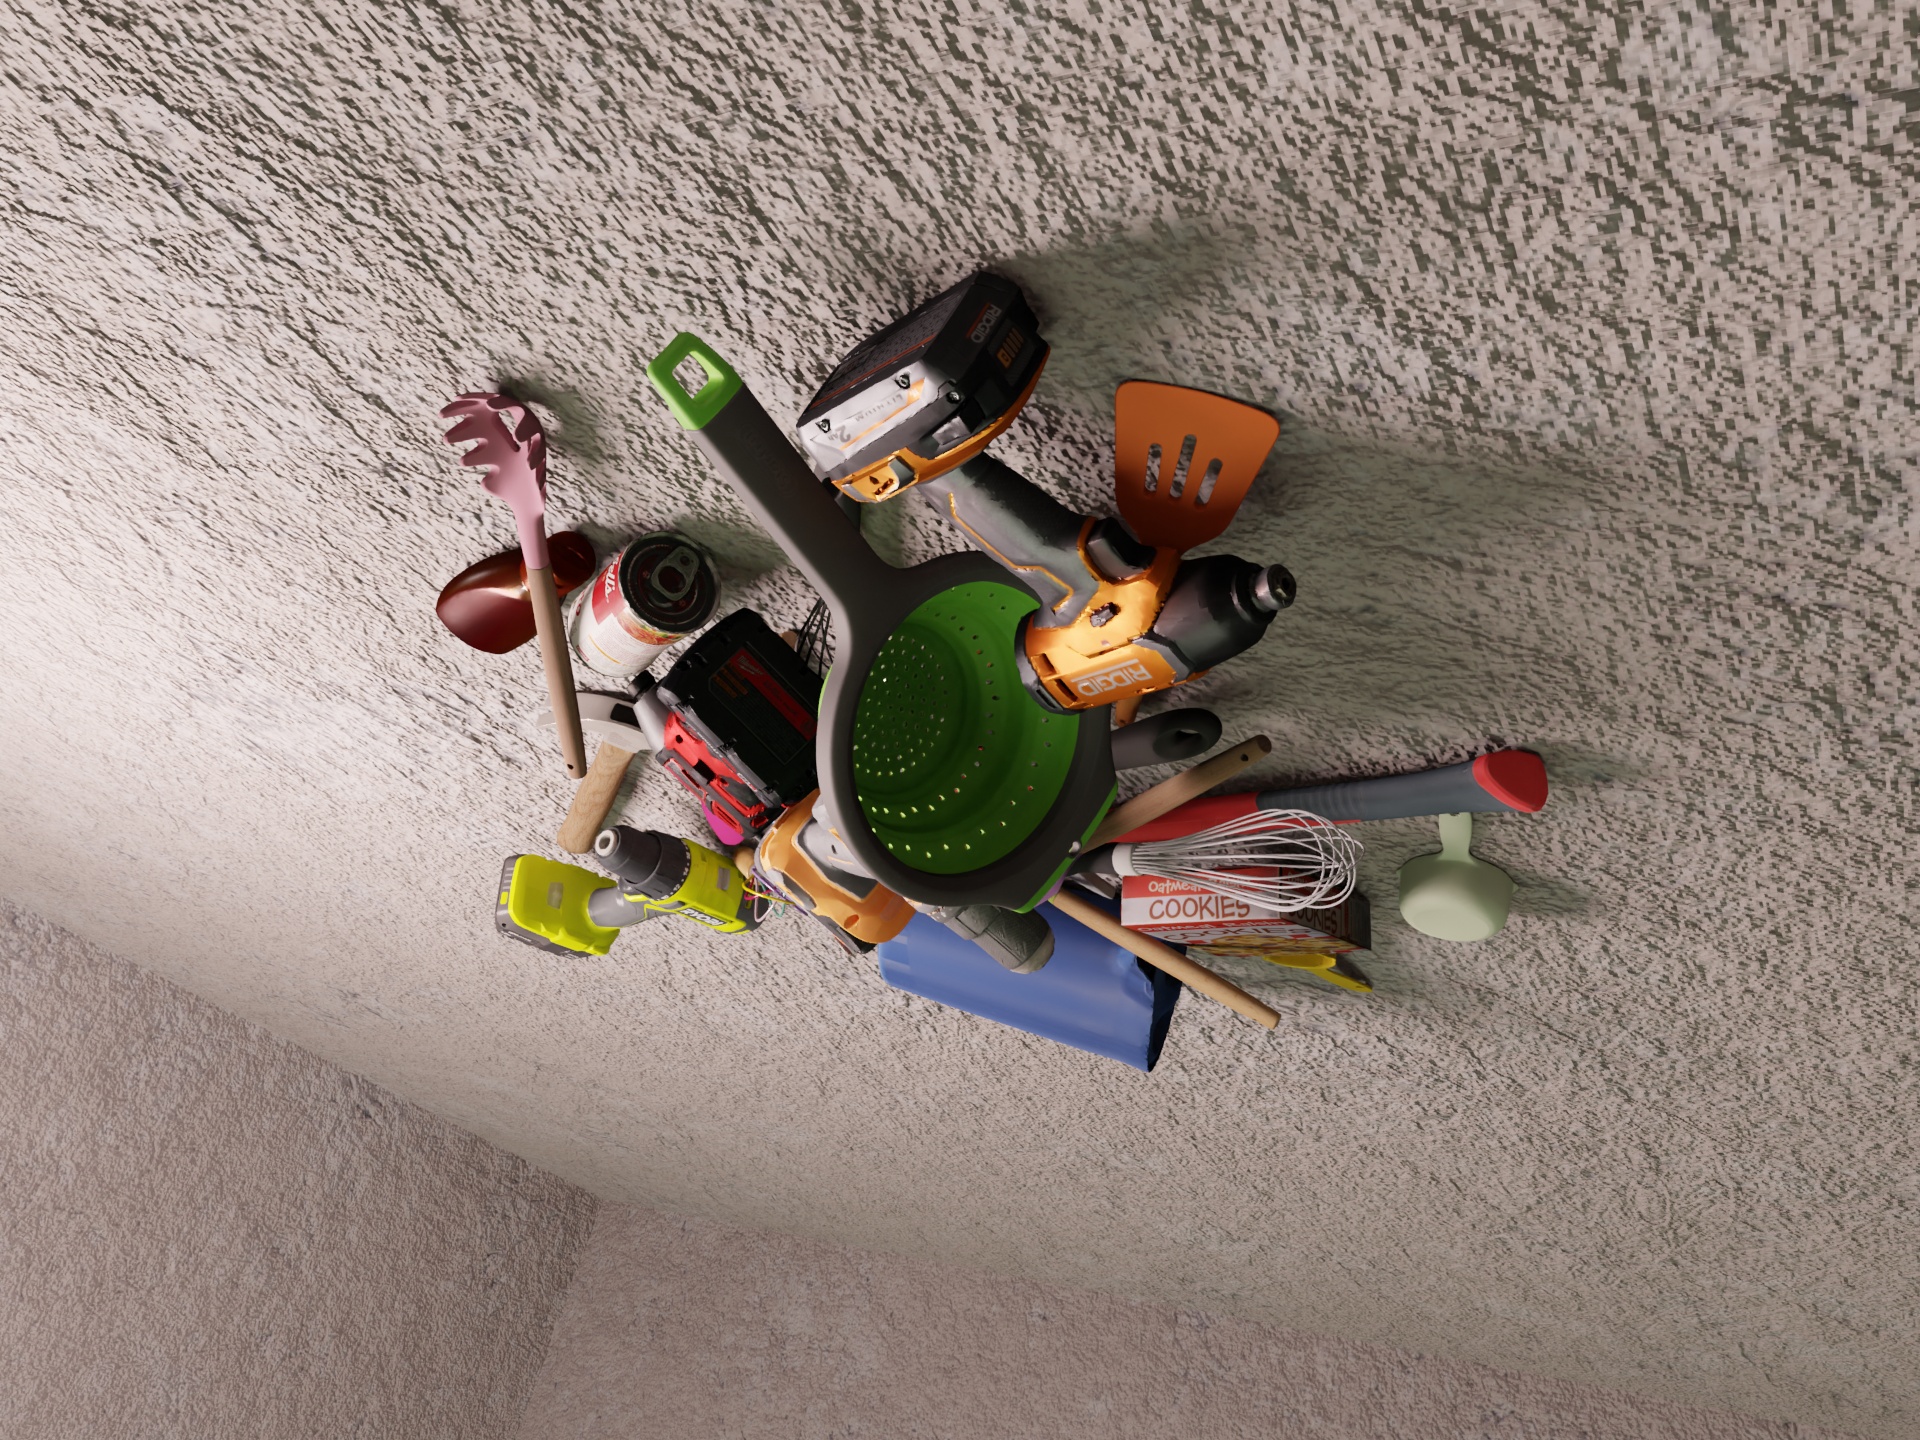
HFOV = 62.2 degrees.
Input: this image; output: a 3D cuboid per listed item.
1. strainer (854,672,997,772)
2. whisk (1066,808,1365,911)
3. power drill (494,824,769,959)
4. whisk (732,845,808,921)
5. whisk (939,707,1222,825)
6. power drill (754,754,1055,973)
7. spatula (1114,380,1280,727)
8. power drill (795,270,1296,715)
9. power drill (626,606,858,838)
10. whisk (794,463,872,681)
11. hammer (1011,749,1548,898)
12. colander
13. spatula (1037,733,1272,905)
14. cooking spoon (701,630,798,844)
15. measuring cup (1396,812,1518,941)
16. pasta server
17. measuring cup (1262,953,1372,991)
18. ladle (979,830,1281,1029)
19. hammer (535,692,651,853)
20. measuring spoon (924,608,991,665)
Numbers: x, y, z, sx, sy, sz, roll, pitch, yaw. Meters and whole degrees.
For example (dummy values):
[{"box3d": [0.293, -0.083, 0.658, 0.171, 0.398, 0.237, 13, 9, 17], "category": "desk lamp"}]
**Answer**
[{"box3d": [-0.002, -0.003, 1.045, 0.258, 0.050, 0.087, -15, 105, 41], "category": "strainer"}, {"box3d": [0.141, 0.093, 1.066, 0.285, 0.070, 0.070, -4, 147, 44], "category": "whisk"}, {"box3d": [-0.315, 0.153, 1.454, 0.228, 0.080, 0.190, -13, 151, 31], "category": "power drill"}, {"box3d": [-0.167, 0.127, 1.318, 0.047, 0.051, 0.245, -15, -173, -14], "category": "whisk"}, {"box3d": [0.059, 0.032, 1.061, 0.073, 0.073, 0.296, 34, 148, -29], "category": "whisk"}, {"box3d": [-0.041, 0.111, 1.111, 0.185, 0.084, 0.226, 42, 158, -9], "category": "power drill"}, {"box3d": [0.109, -0.073, 0.894, 0.081, 0.041, 0.322, 15, 157, 7], "category": "spatula"}, {"box3d": [0.048, -0.101, 0.770, 0.164, 0.084, 0.226, -17, 126, 47], "category": "power drill"}, {"box3d": [-0.157, 0.005, 1.067, 0.143, 0.078, 0.219, 46, 159, -6], "category": "power drill"}, {"box3d": [-0.077, -0.082, 0.961, 0.055, 0.055, 0.238, 15, 148, 5], "category": "whisk"}, {"box3d": [0.210, 0.069, 1.081, 0.386, 0.038, 0.143, -9, 144, 41], "category": "hammer"}, {"box3d": [-0.057, -0.054, 0.888, 0.095, 0.204, 0.396, 16, 151, 50], "category": "colander"}, {"box3d": [0.093, 0.071, 1.052, 0.060, 0.018, 0.316, 52, 139, -3], "category": "spatula"}, {"box3d": [-0.161, 0.017, 1.193, 0.069, 0.017, 0.318, 58, 150, 15], "category": "cooking spoon"}, {"box3d": [0.333, 0.105, 1.074, 0.083, 0.038, 0.167, 6, 153, 21], "category": "measuring cup"}, {"box3d": [-0.266, -0.074, 0.999, 0.060, 0.040, 0.316, 19, 135, 17], "category": "pasta server"}, {"box3d": [0.296, 0.191, 1.284, 0.062, 0.029, 0.156, -7, 156, 38], "category": "measuring cup"}, {"box3d": [0.090, 0.156, 1.198, 0.320, 0.062, 0.078, 29, 169, 19], "category": "ladle"}, {"box3d": [-0.309, 0.054, 1.355, 0.130, 0.031, 0.331, 23, 152, -12], "category": "hammer"}, {"box3d": [-0.008, -0.055, 1.002, 0.116, 0.011, 0.021, 31, 150, -26], "category": "measuring spoon"}]
